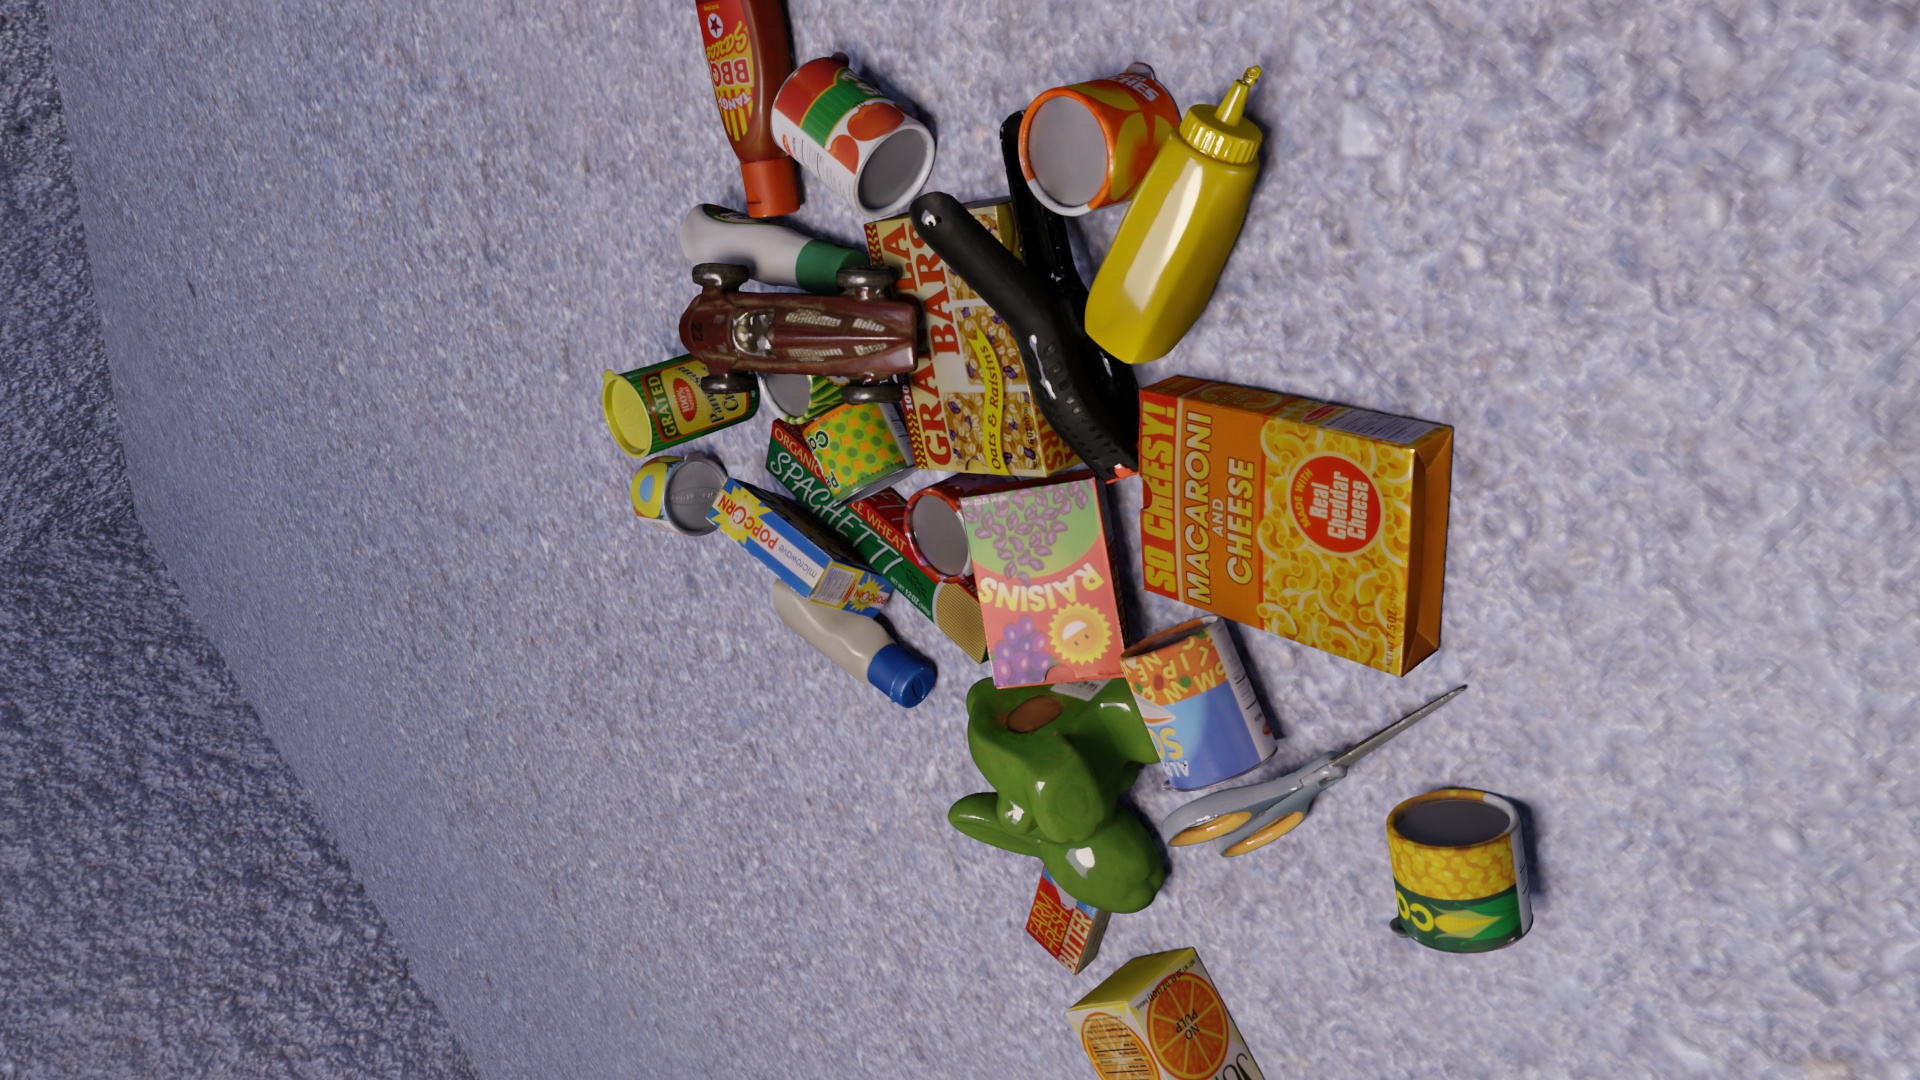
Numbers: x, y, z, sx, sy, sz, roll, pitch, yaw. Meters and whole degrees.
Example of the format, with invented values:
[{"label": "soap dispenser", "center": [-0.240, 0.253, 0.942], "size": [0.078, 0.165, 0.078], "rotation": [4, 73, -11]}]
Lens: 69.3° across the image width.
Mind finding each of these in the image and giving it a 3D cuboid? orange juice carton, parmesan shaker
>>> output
[{"label": "orange juice carton", "center": [0.158, 0.380, 0.930], "size": [0.072, 0.072, 0.192], "rotation": [-34, 83, 52]}, {"label": "parmesan shaker", "center": [-0.216, -0.112, 1.076], "size": [0.071, 0.103, 0.071], "rotation": [26, 128, 39]}]

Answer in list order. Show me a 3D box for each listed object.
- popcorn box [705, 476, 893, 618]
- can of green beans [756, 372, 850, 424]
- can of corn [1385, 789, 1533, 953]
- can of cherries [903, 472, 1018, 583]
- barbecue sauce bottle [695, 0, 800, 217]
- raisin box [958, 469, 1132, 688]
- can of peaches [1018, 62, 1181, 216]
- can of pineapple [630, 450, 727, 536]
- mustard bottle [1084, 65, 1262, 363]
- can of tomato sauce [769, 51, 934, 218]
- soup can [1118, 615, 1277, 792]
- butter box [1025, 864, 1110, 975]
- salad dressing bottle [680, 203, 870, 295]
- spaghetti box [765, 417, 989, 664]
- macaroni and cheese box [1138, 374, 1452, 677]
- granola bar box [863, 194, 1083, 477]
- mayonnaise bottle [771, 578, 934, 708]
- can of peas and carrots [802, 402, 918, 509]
[{"label": "popcorn box", "center": [-0.119, 0.006, 1.038], "size": [0.127, 0.085, 0.038], "rotation": [36, 98, 32]}, {"label": "can of green beans", "center": [-0.102, -0.120, 0.975], "size": [0.071, 0.058, 0.071], "rotation": [26, 127, 39]}, {"label": "can of corn", "center": [0.251, 0.168, 0.709], "size": [0.071, 0.071, 0.058], "rotation": [4, 112, 48]}, {"label": "can of cherries", "center": [0.003, -0.011, 0.911], "size": [0.071, 0.058, 0.071], "rotation": [25, 127, 39]}, {"label": "barbecue sauce bottle", "center": [-0.138, -0.295, 0.935], "size": [0.065, 0.044, 0.148], "rotation": [13, 119, 44]}, {"label": "raisin box", "center": [0.054, 0.024, 0.847], "size": [0.086, 0.040, 0.123], "rotation": [-8, 100, 14]}, {"label": "can of peaches", "center": [0.073, -0.209, 0.725], "size": [0.071, 0.058, 0.071], "rotation": [26, 128, 39]}, {"label": "can of pineapple", "center": [-0.235, -0.040, 1.168], "size": [0.058, 0.071, 0.070], "rotation": [7, 114, 48]}, {"label": "mustard bottle", "center": [0.114, -0.166, 0.699], "size": [0.049, 0.065, 0.159], "rotation": [39, 130, 22]}, {"label": "can of tomato sauce", "center": [-0.065, -0.250, 0.859], "size": [0.083, 0.071, 0.070], "rotation": [43, 137, 25]}, {"label": "soup can", "center": [0.135, 0.095, 0.806], "size": [0.071, 0.071, 0.083], "rotation": [-21, 92, 52]}, {"label": "butter box", "center": [0.080, 0.260, 0.994], "size": [0.053, 0.024, 0.103], "rotation": [37, 134, 30]}, {"label": "salad dressing bottle", "center": [-0.129, -0.199, 0.967], "size": [0.148, 0.064, 0.044], "rotation": [22, 106, 31]}, {"label": "spaghetti box", "center": [-0.055, -0.007, 1.005], "size": [0.250, 0.029, 0.049], "rotation": [41, 135, 28]}, {"label": "macaroni and cheese box", "center": [0.169, -0.013, 0.732], "size": [0.166, 0.040, 0.123], "rotation": [19, 122, 43]}, {"label": "granola bar box", "center": [0.007, -0.124, 0.862], "size": [0.124, 0.039, 0.165], "rotation": [6, 114, 48]}, {"label": "mayonnaise bottle", "center": [-0.083, 0.076, 1.069], "size": [0.148, 0.041, 0.064], "rotation": [33, 153, 33]}, {"label": "can of peas and carrots", "center": [-0.070, -0.062, 0.959], "size": [0.070, 0.071, 0.058], "rotation": [-30, 86, 52]}]
